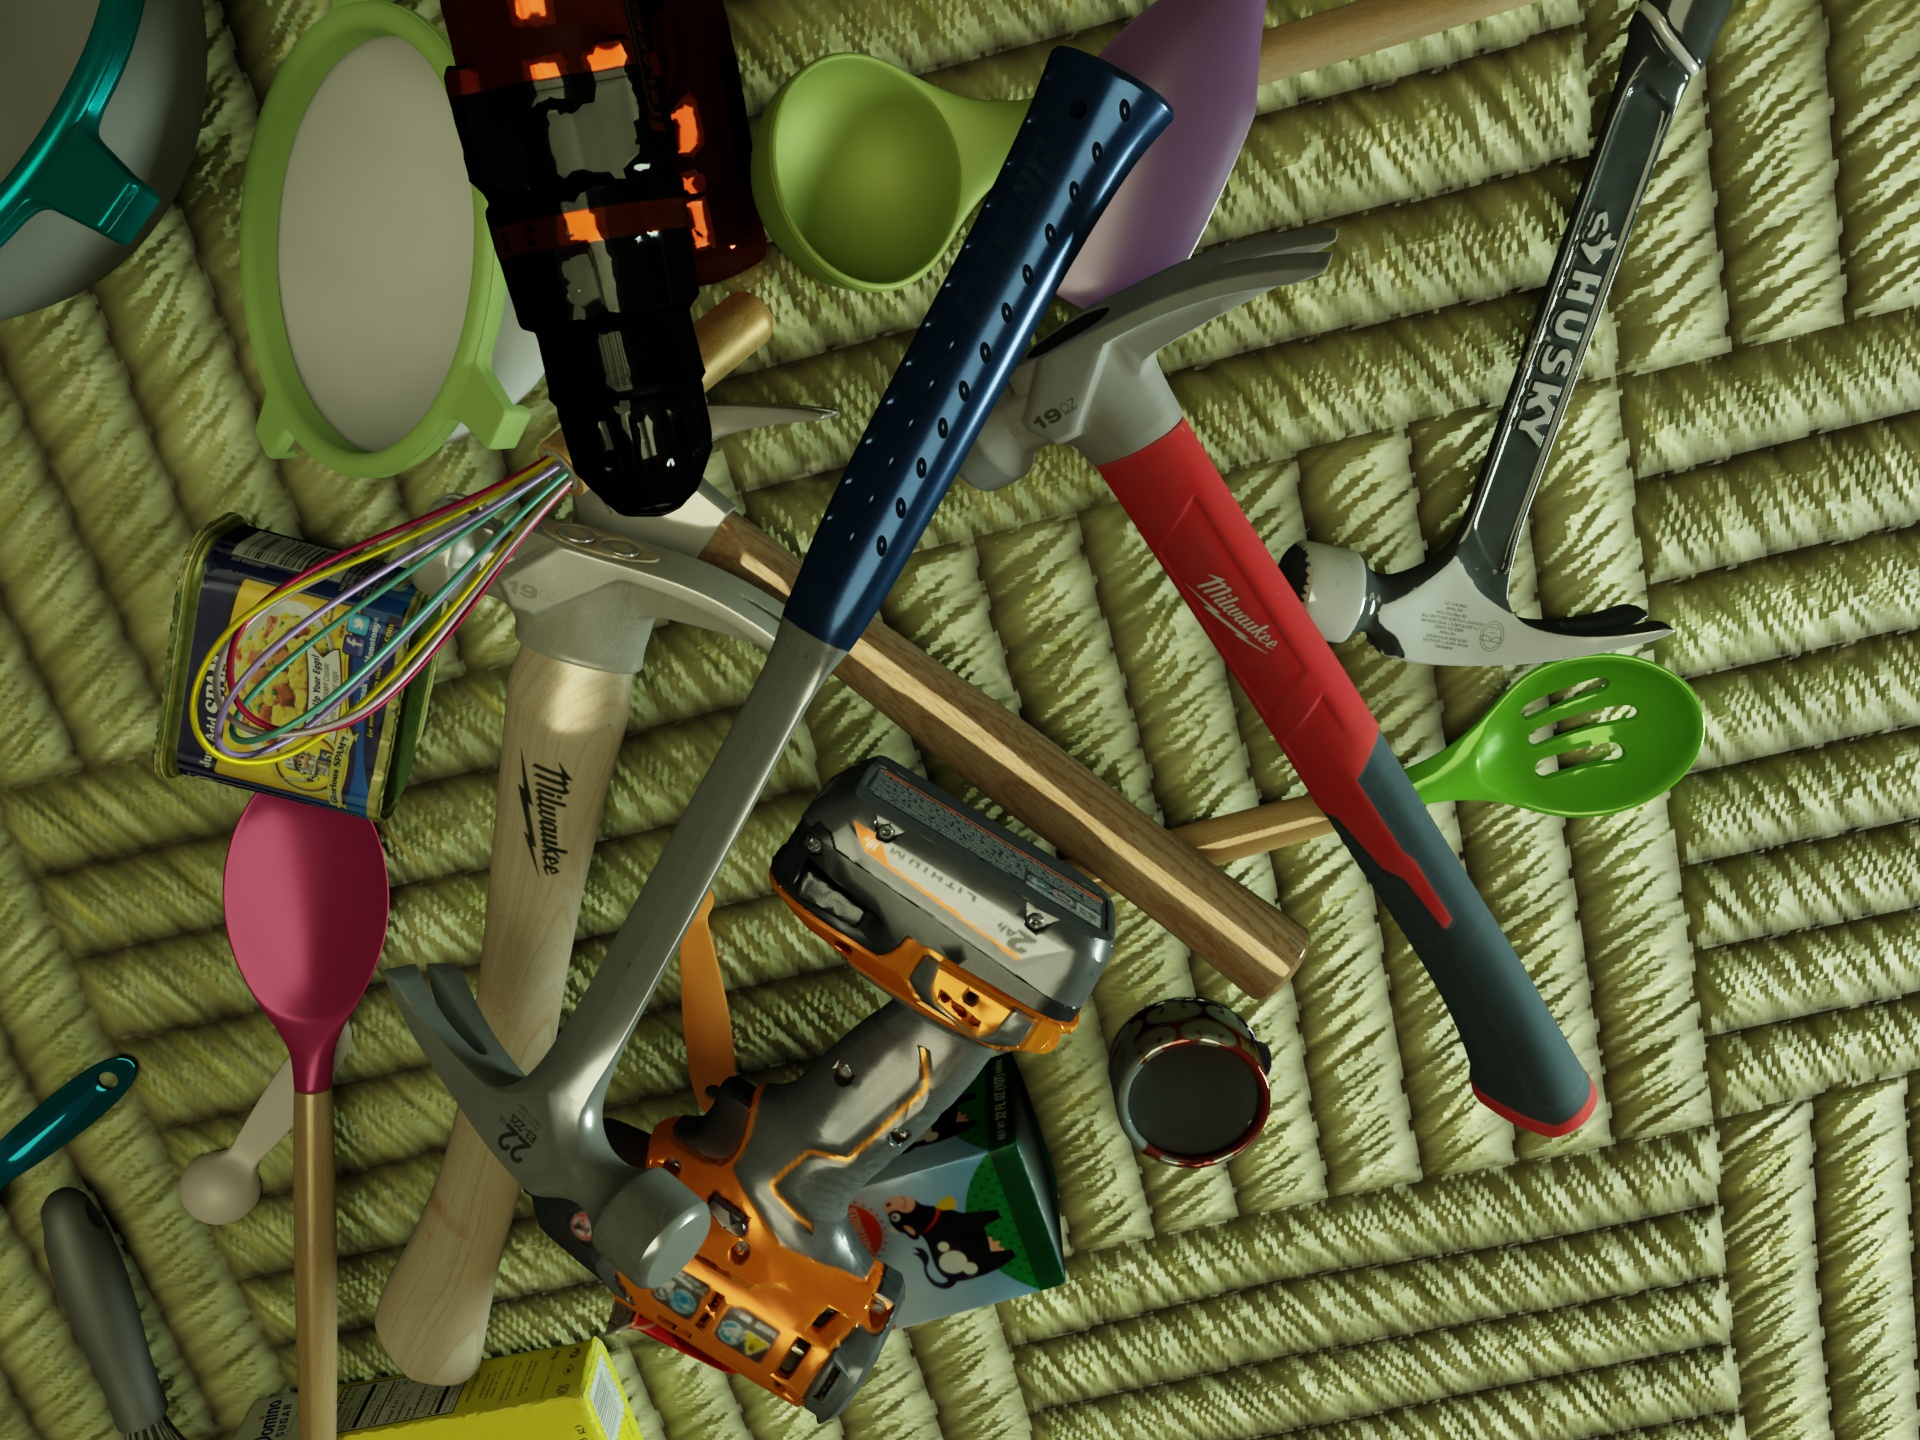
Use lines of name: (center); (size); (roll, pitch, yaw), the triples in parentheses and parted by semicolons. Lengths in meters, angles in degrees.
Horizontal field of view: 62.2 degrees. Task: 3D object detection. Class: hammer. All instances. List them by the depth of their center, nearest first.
hammer: (-0.057, -0.022, 0.515); (0.144, 0.035, 0.405); (34, 101, 22)
hammer: (0.235, -0.206, 0.535); (0.149, 0.036, 0.408); (10, 111, -12)
hammer: (0.154, 0.012, 0.575); (0.143, 0.038, 0.386); (-21, 117, 34)
hammer: (-0.001, -0.002, 0.611); (0.331, 0.031, 0.130); (36, 105, -7)
hammer: (-0.171, 0.118, 0.643); (0.146, 0.038, 0.410); (17, 115, -1)

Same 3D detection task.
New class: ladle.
ladle: (0.085, -0.218, 0.535); (0.320, 0.062, 0.078); (-16, 108, 3)

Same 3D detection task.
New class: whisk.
whisk: (-0.148, -0.072, 0.523); (0.245, 0.051, 0.047); (-47, 115, -27)
whisk: (-0.379, 0.321, 0.732); (0.055, 0.055, 0.239); (-9, 106, 3)

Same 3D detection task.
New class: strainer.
strainer: (-0.378, -0.191, 0.519); (0.340, 0.095, 0.211); (-12, 77, 14)
strainer: (-0.177, -0.209, 0.535); (0.151, 0.069, 0.256); (5, 97, 39)

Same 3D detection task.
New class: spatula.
spatula: (0.106, -0.277, 0.504); (0.059, 0.018, 0.316); (25, 97, -13)

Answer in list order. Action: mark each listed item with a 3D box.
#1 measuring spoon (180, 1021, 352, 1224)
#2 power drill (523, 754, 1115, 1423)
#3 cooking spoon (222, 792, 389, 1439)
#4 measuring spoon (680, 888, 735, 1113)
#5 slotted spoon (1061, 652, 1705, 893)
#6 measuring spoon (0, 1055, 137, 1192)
measuring spoon: (-0.303, 0.177, 0.695); (0.034, 0.018, 0.124); (37, 105, -12)
power drill: (-0.062, 0.130, 0.586); (0.164, 0.084, 0.226); (31, 102, -1)
cooking spoon: (-0.275, 0.179, 0.676); (0.069, 0.017, 0.319); (4, 101, 0)
measuring spoon: (-0.110, 0.122, 0.678); (0.021, 0.011, 0.116); (-3, 109, 1)
slotted spoon: (0.135, 0.038, 0.641); (0.314, 0.031, 0.070); (-16, 108, 8)
measuring spoon: (-0.411, 0.186, 0.703); (0.128, 0.021, 0.042); (-38, 106, 3)
